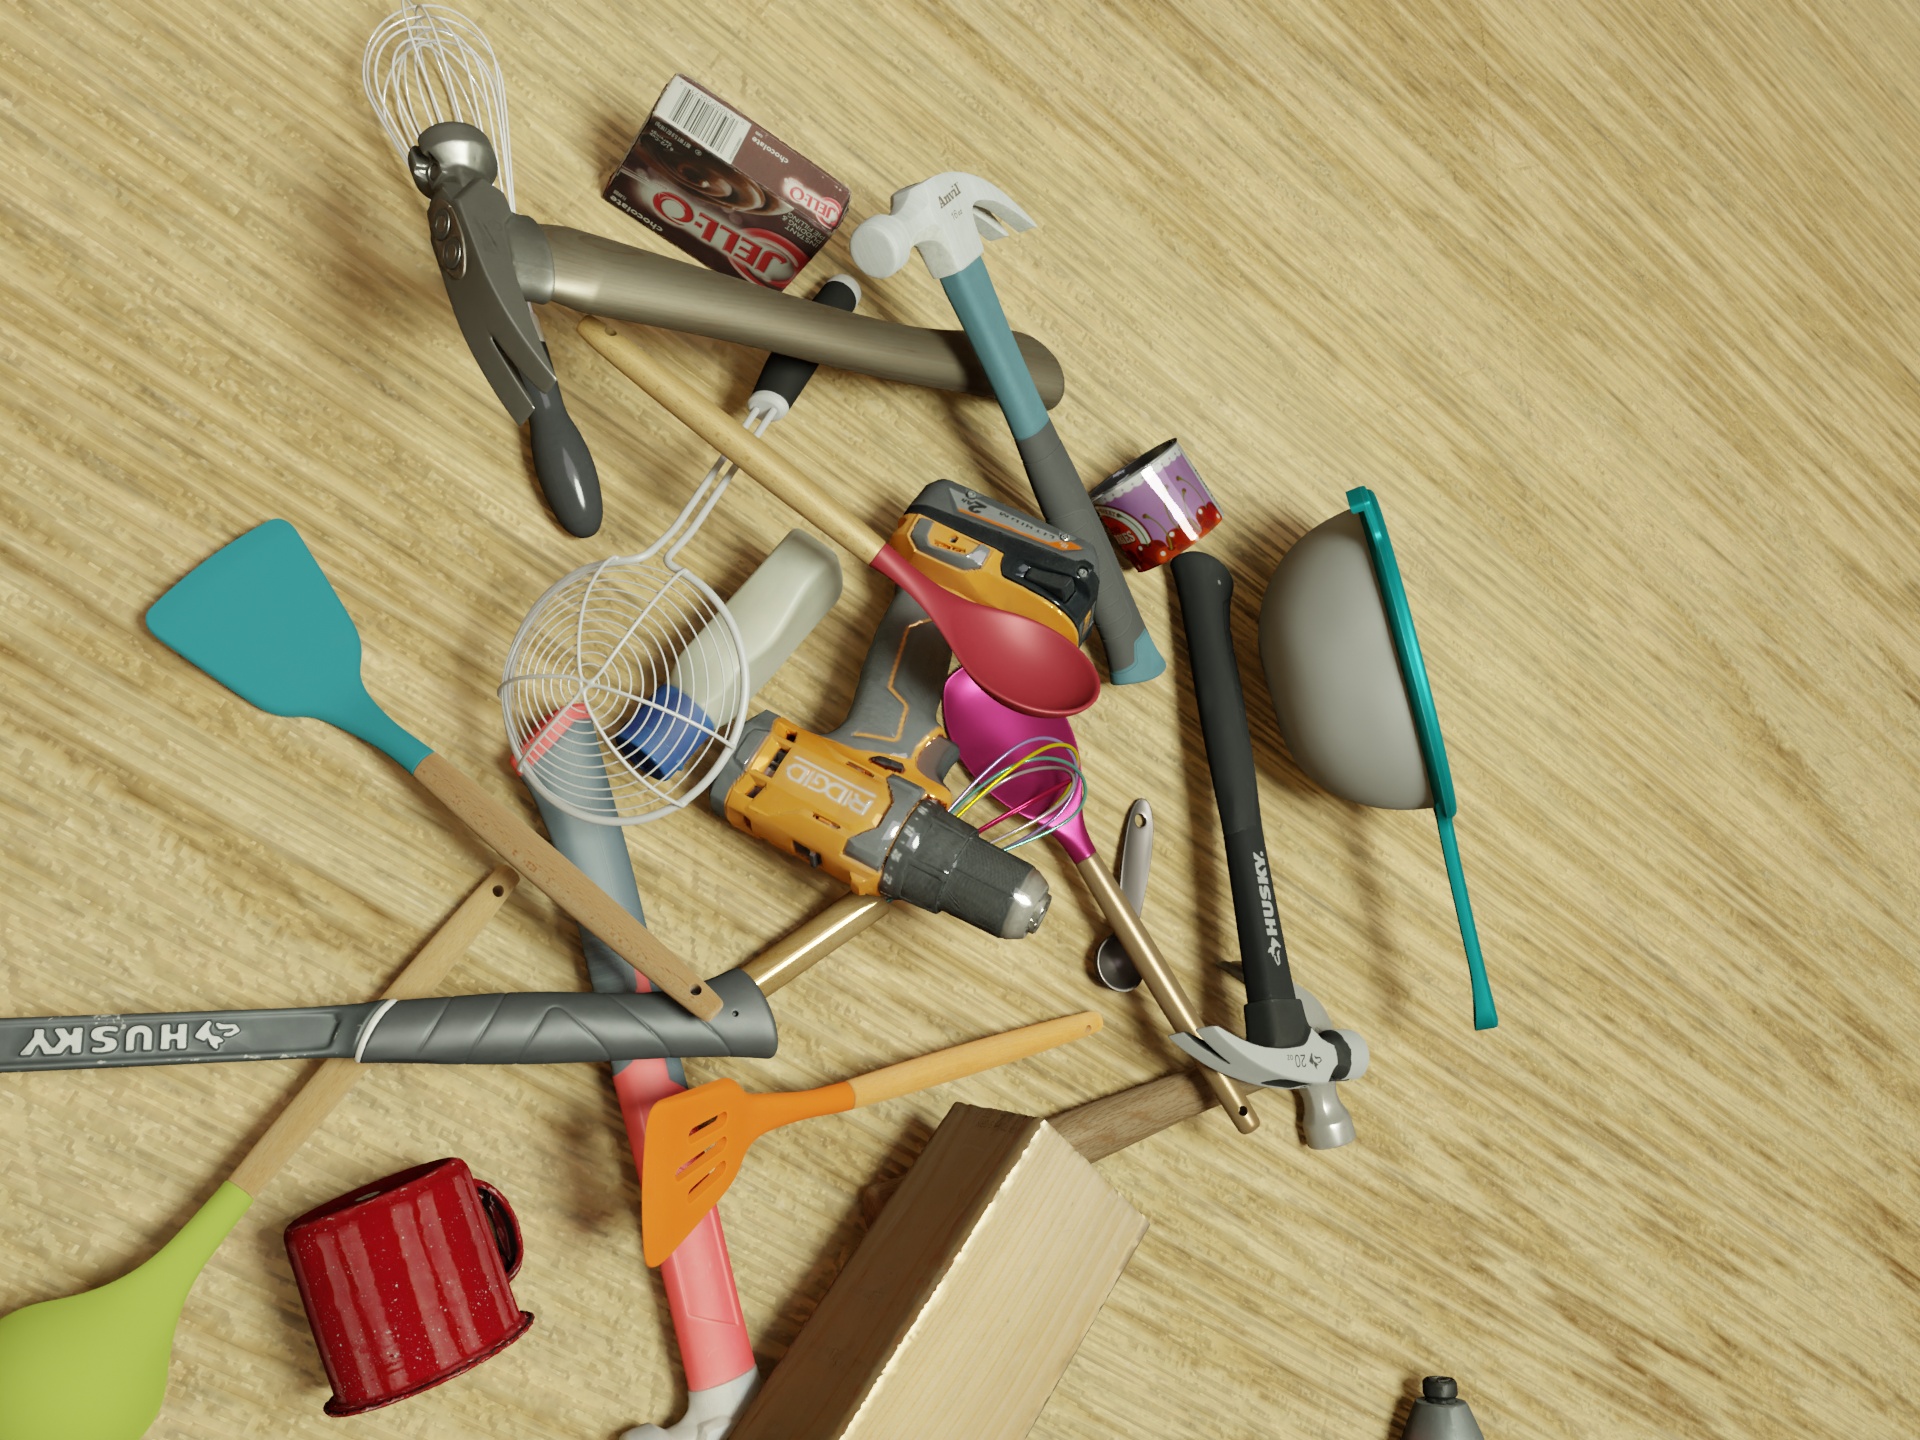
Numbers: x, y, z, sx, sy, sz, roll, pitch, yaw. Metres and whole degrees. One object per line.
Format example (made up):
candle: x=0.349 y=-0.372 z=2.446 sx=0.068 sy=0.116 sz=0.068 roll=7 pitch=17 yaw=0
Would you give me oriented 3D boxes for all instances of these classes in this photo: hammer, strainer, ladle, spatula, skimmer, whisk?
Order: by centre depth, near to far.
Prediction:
hammer: x=-0.279 y=0.142 z=0.699 sx=0.408 sy=0.036 sz=0.149 roll=3 pitch=66 yaw=-24
ladle: x=-0.308 y=0.189 z=0.716 sx=0.078 sy=0.062 sz=0.320 roll=47 pitch=56 yaw=-18
spatula: x=-0.234 y=0.034 z=0.748 sx=0.317 sy=0.044 sz=0.082 roll=39 pitch=59 yaw=5
ladle: x=-0.062 y=-0.099 z=0.795 sx=0.315 sy=0.031 sz=0.069 roll=38 pitch=40 yaw=-5
hammer: x=-0.142 y=0.178 z=0.804 sx=0.143 sy=0.038 sz=0.386 roll=-13 pitch=87 yaw=-31
whisk: x=-0.238 y=-0.231 z=0.823 sx=0.070 sy=0.070 sz=0.284 roll=-21 pitch=96 yaw=-30
spatula: x=-0.035 y=0.194 z=0.830 sx=0.322 sy=0.041 sz=0.081 roll=-7 pitch=105 yaw=-41
hammer: x=-0.079 y=-0.198 z=0.833 sx=0.410 sy=0.038 sz=0.146 roll=-1 pitch=60 yaw=-48
skimmer: x=-0.122 y=-0.107 z=0.840 sx=0.127 sy=0.090 sz=0.363 roll=11 pitch=48 yaw=14
whisk: x=-0.026 y=0.087 z=0.873 sx=0.245 sy=0.047 sz=0.051 roll=-34 pitch=76 yaw=-20
hammer: x=0.046 y=-0.156 z=0.916 sx=0.128 sy=0.033 sz=0.330 roll=-53 pitch=126 yaw=-41
hammer: x=0.092 y=0.231 z=0.928 sx=0.331 sy=0.031 sz=0.130 roll=-13 pitch=87 yaw=-30
hammer: x=0.166 y=0.054 z=0.969 sx=0.146 sy=0.035 sz=0.335 roll=9 pitch=67 yaw=-41
strainer: x=0.253 y=0.030 z=0.993 sx=0.095 sy=0.211 sz=0.340 roll=-13 pitch=86 yaw=14

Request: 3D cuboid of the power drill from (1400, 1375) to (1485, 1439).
power drill: x=0.231 y=0.472 z=0.937 sx=0.219 sy=0.078 sz=0.143 roll=6 pitch=78 yaw=-31

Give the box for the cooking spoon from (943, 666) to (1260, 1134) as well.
cooking spoon: x=0.087 y=0.103 z=0.933 sx=0.069 sy=0.017 sz=0.319 roll=-31 pitch=87 yaw=-15

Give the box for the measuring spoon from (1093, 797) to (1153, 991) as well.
measuring spoon: x=0.100 y=0.106 z=0.969 sx=0.034 sy=0.018 sz=0.124 roll=22 pitch=64 yaw=-22

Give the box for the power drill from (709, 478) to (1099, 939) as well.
power drill: x=-0.001 y=-0.003 z=0.856 sx=0.185 sy=0.084 sz=0.226 roll=26 pitch=65 yaw=13
